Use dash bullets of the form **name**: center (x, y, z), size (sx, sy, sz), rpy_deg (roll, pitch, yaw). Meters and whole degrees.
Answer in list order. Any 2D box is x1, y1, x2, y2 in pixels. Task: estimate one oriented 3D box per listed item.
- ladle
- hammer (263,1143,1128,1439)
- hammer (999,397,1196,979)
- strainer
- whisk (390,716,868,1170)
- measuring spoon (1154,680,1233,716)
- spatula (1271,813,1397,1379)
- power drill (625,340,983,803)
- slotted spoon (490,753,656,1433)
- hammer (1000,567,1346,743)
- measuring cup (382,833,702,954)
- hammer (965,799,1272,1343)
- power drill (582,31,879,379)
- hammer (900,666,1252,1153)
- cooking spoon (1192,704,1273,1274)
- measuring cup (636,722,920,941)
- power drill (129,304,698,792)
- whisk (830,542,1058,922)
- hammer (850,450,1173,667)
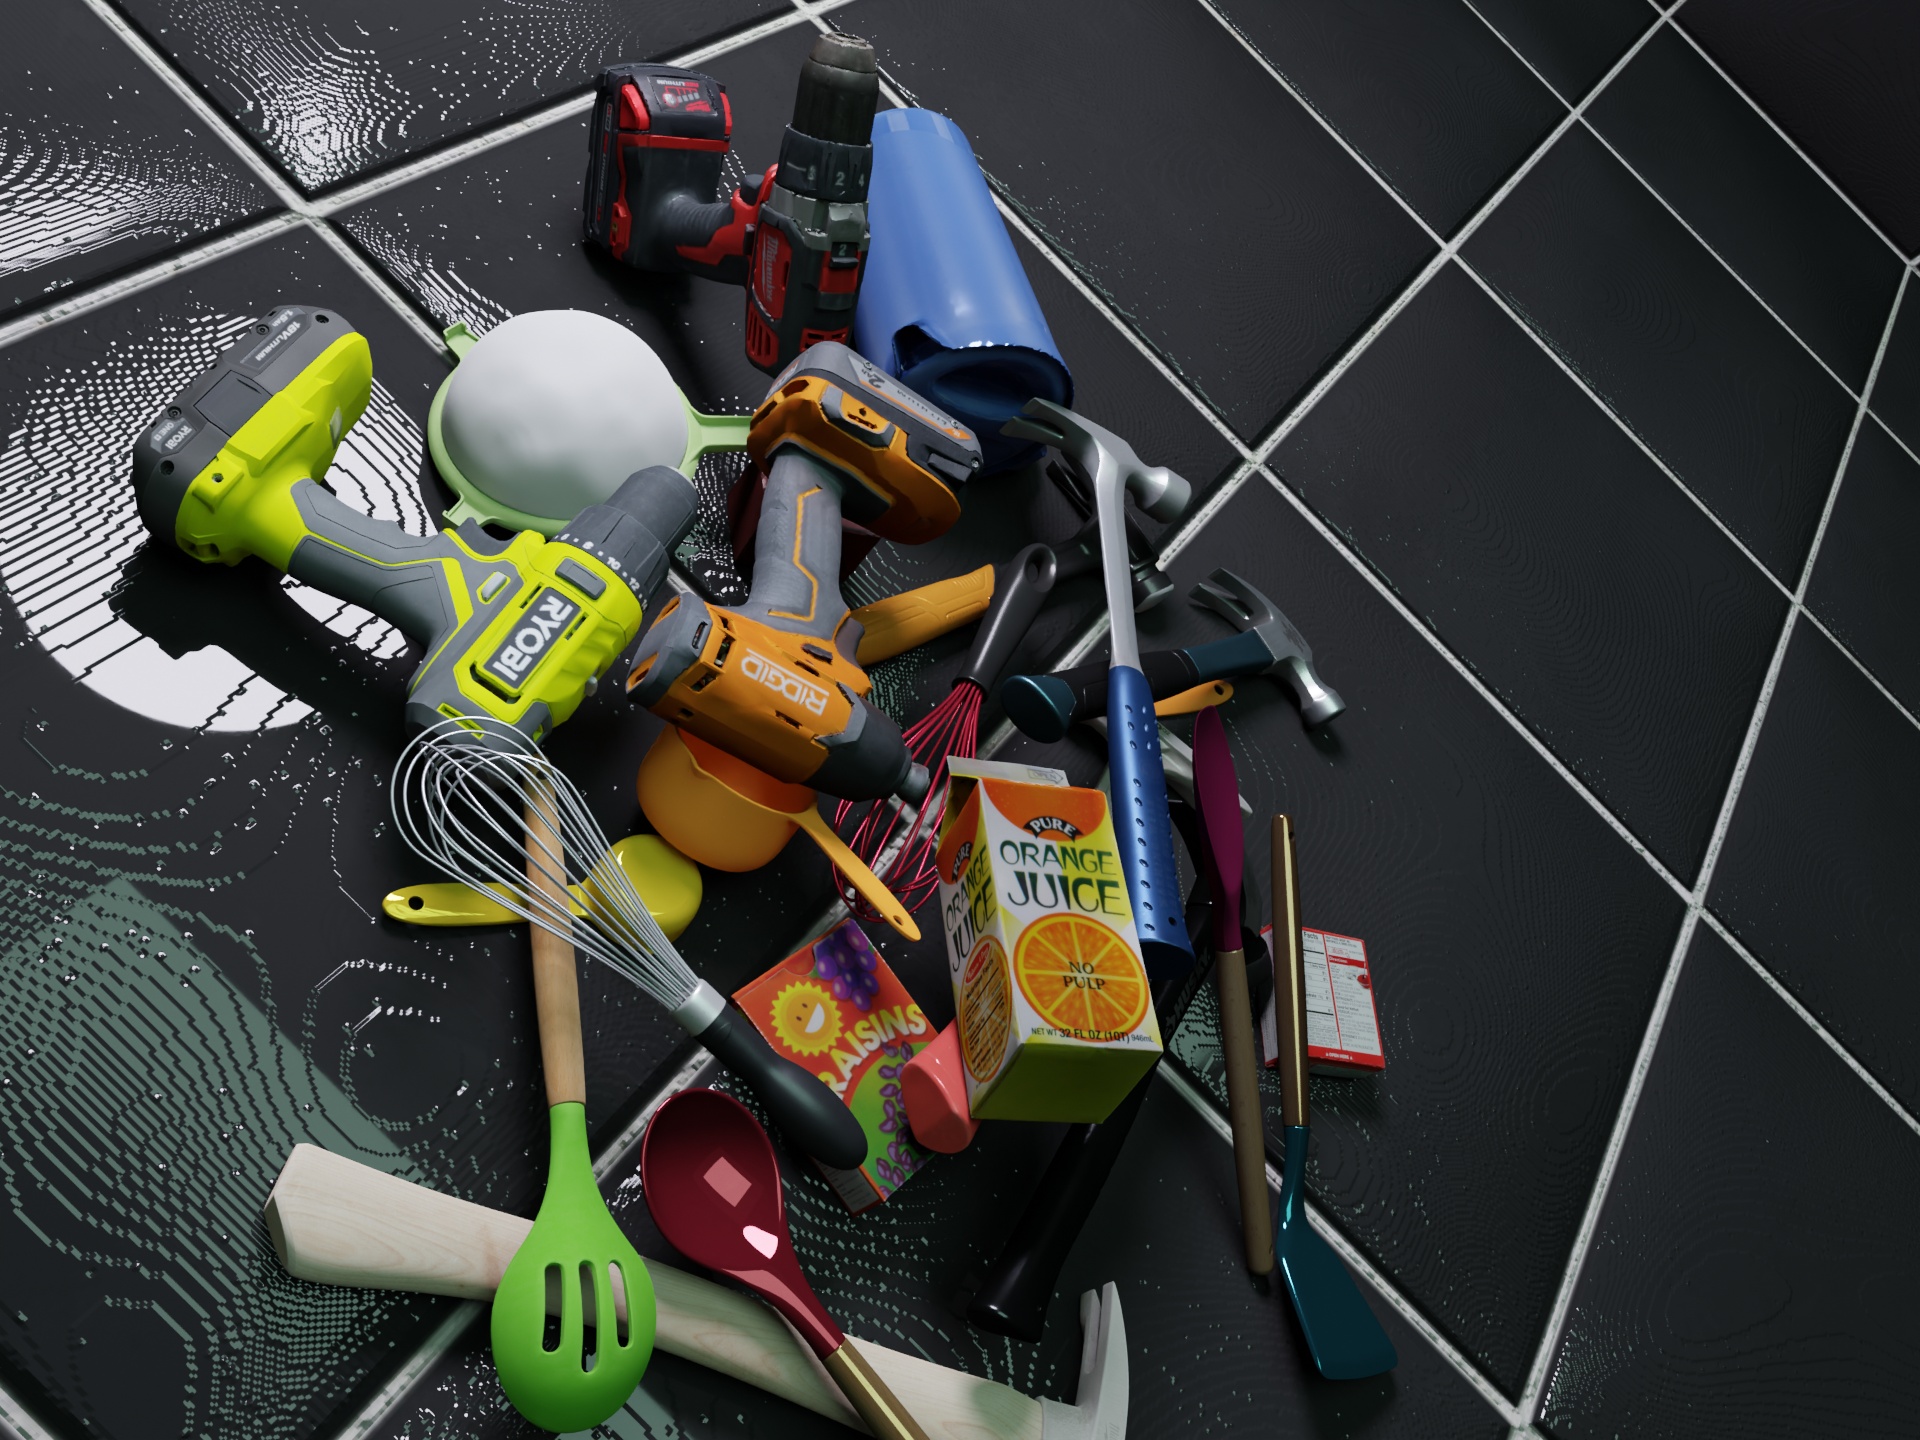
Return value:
- **ladle**: center (-0.038, 0.297, 0.701), size (0.315, 0.031, 0.069), rpy_deg (51, 46, 5)
- **hammer**: center (-0.103, 0.268, 0.720), size (0.410, 0.038, 0.146), rpy_deg (26, 49, -17)
- **hammer**: center (0.092, -0.035, 0.926), size (0.144, 0.035, 0.406), rpy_deg (27, 42, -28)
- **strainer**: center (-0.167, -0.178, 0.892), size (0.256, 0.069, 0.152), rpy_deg (-2, 59, -14)
- **whisk**: center (-0.144, 0.110, 0.724), size (0.284, 0.070, 0.070), rpy_deg (47, 47, -12)
- **measuring spoon**: center (0.146, -0.015, 1.076), size (0.117, 0.011, 0.021), rpy_deg (-12, 69, -37)
- **spatula**: center (0.204, 0.209, 0.922), size (0.082, 0.044, 0.318), rpy_deg (15, 68, -43)
- **power drill**: center (-0.064, -0.070, 0.842), size (0.164, 0.084, 0.227), rpy_deg (30, 59, -22)
- **slotted spoon**: center (-0.181, 0.149, 0.713), size (0.070, 0.031, 0.314), rpy_deg (8, 53, -31)
- **hammer**: center (0.138, -0.030, 1.027), size (0.331, 0.033, 0.128), rpy_deg (-14, 68, -51)
- **measuring cup**: center (-0.199, 0.084, 0.777), size (0.156, 0.029, 0.062), rpy_deg (2, 61, -34)
- **hammer**: center (0.088, 0.182, 0.841), size (0.335, 0.035, 0.146), rpy_deg (-52, 133, -43)
- **power drill**: center (-0.129, -0.322, 0.933), size (0.080, 0.187, 0.227), rpy_deg (-13, 39, -39)
- **hammer**: center (0.063, 0.108, 0.898), size (0.149, 0.036, 0.359), rpy_deg (40, 40, -5)
- **cooking spoon**: center (0.149, 0.150, 0.872), size (0.068, 0.017, 0.319), rpy_deg (-18, 102, -64)
- **measuring cup**: center (-0.095, 0.066, 0.815), size (0.174, 0.052, 0.095), rpy_deg (44, 19, 13)
- **power drill**: center (-0.260, -0.099, 0.787), size (0.228, 0.080, 0.191), rpy_deg (34, 64, -3)
- **whisk**: center (-0.001, -0.003, 0.923), size (0.073, 0.073, 0.296), rpy_deg (35, 53, -10)
- **hammer**: center (-0.002, -0.084, 1.008), size (0.337, 0.034, 0.127), rpy_deg (-26, 79, -41)
